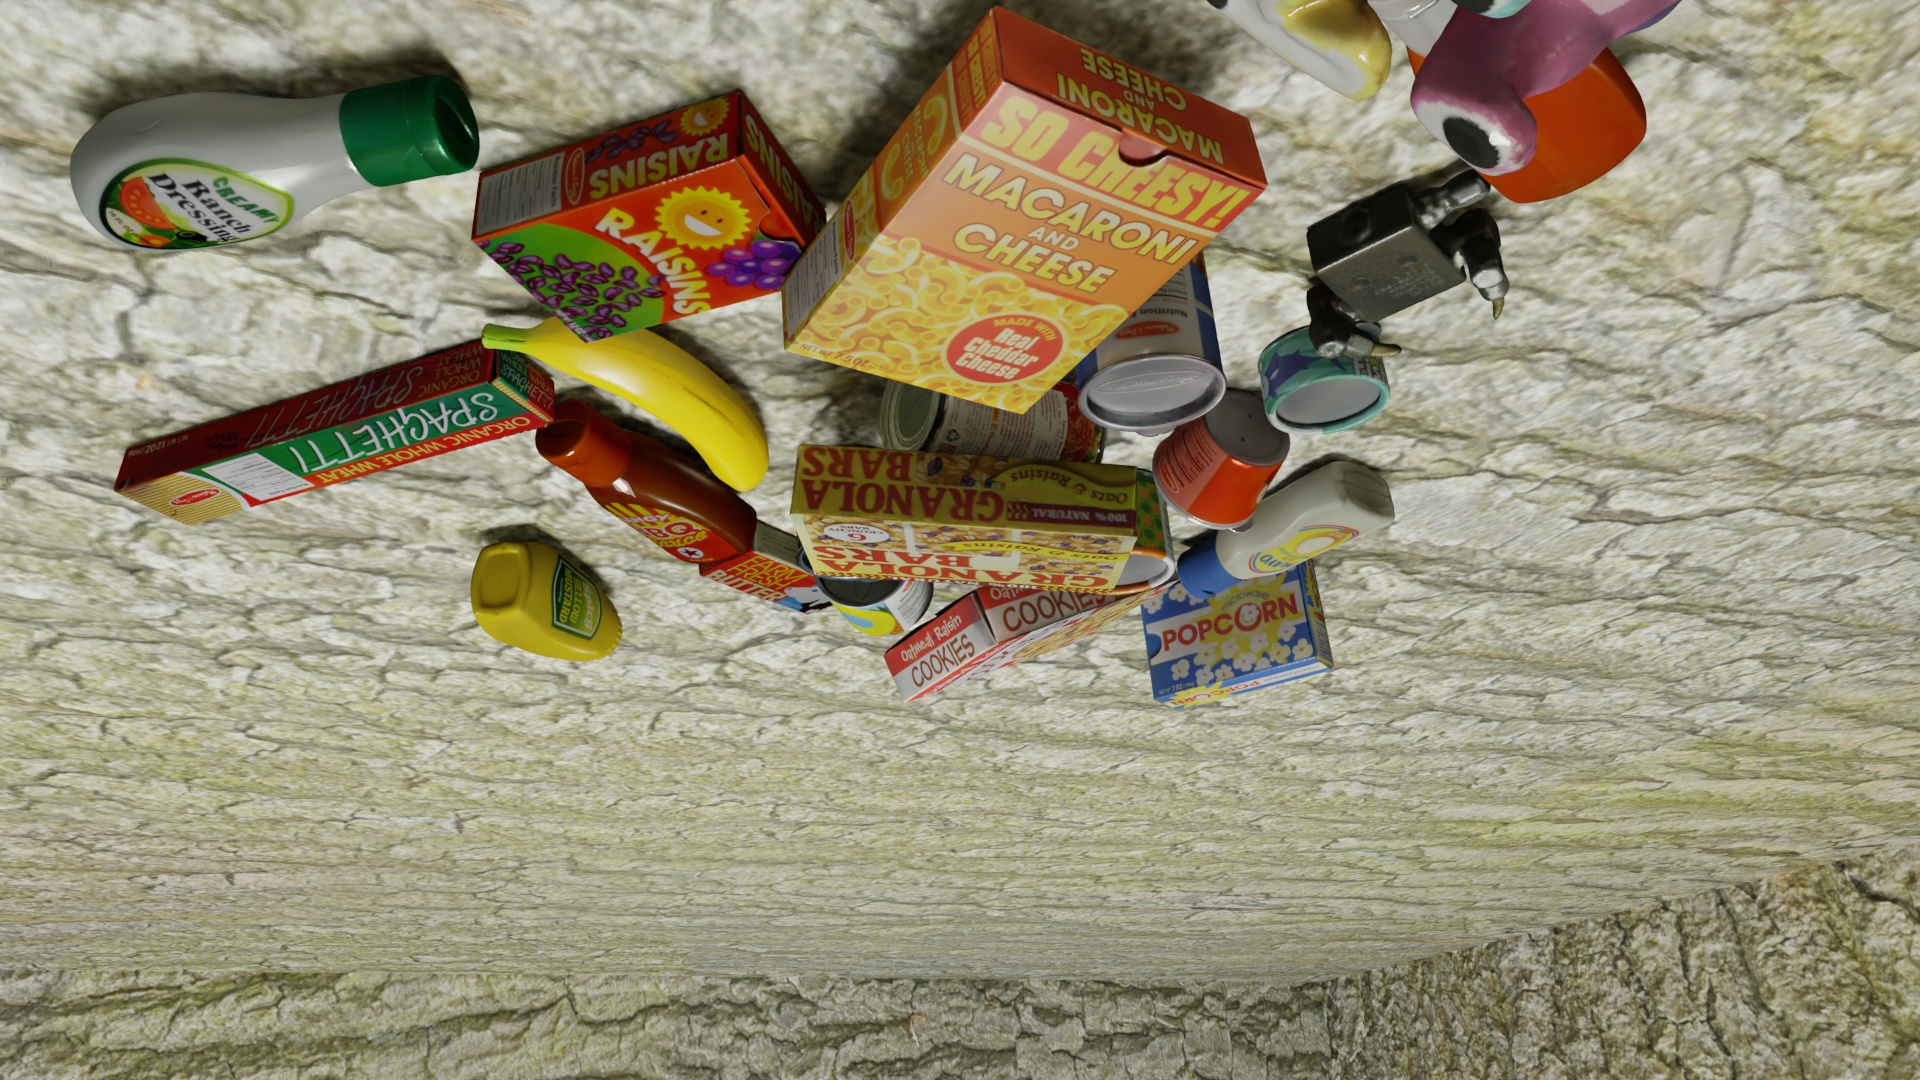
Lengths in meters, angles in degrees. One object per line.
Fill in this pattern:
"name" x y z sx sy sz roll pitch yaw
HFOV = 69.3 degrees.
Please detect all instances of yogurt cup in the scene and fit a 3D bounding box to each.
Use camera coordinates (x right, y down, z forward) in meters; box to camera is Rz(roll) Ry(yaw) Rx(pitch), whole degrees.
"yogurt cup" 0.150 -0.048 0.785 0.072 0.073 0.053 5 145 -19

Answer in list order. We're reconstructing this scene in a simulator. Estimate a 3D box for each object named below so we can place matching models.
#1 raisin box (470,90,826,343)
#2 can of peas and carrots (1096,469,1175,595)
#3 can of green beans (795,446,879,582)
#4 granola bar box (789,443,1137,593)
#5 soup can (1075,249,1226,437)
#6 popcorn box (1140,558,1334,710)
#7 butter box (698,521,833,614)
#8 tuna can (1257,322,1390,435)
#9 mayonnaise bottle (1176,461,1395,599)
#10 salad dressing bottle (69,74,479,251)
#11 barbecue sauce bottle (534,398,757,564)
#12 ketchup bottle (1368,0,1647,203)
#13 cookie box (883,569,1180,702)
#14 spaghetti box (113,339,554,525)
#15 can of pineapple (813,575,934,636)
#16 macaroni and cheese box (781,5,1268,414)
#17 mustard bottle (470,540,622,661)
"raisin box" -0.129 -0.133 0.589 0.123 0.040 0.086 -12 152 15
"can of peas and carrots" 0.096 -0.004 0.872 0.071 0.059 0.070 -4 154 -2
"can of green beans" -0.065 -0.016 0.824 0.071 0.058 0.071 -4 154 -2
"granola bar box" 0.003 -0.009 0.717 0.166 0.039 0.124 4 165 1
"soup can" 0.083 -0.101 0.639 0.071 0.084 0.071 -3 154 -1
"popcorn box" 0.198 0.065 1.003 0.126 0.085 0.038 -19 151 28
"butter box" -0.120 0.019 0.929 0.053 0.024 0.103 -23 149 33
"tuna can" 0.197 -0.086 0.746 0.071 0.033 0.070 -3 155 -1
"mayonnaise bottle" 0.207 -0.003 0.912 0.065 0.041 0.147 14 149 -36
"salad dressing bottle" -0.261 -0.147 0.534 0.147 0.044 0.064 -9 155 9
"barbecue sauce bottle" -0.179 -0.032 0.788 0.065 0.044 0.148 -3 157 25
"ketchup bottle" 0.204 -0.183 0.531 0.064 0.044 0.149 -27 146 37
"cookie box" 0.047 0.051 0.935 0.168 0.040 0.122 -16 166 -37
"spaghetti box" -0.332 -0.055 0.735 0.250 0.029 0.050 -13 153 18
"can of pineapple" -0.057 0.022 0.897 0.071 0.071 0.057 -9 154 10
"macaroni and cheese box" 0.020 -0.120 0.557 0.124 0.040 0.165 11 147 -31
"mustard bottle" -0.265 0.048 0.927 0.049 0.065 0.160 -5 161 13
